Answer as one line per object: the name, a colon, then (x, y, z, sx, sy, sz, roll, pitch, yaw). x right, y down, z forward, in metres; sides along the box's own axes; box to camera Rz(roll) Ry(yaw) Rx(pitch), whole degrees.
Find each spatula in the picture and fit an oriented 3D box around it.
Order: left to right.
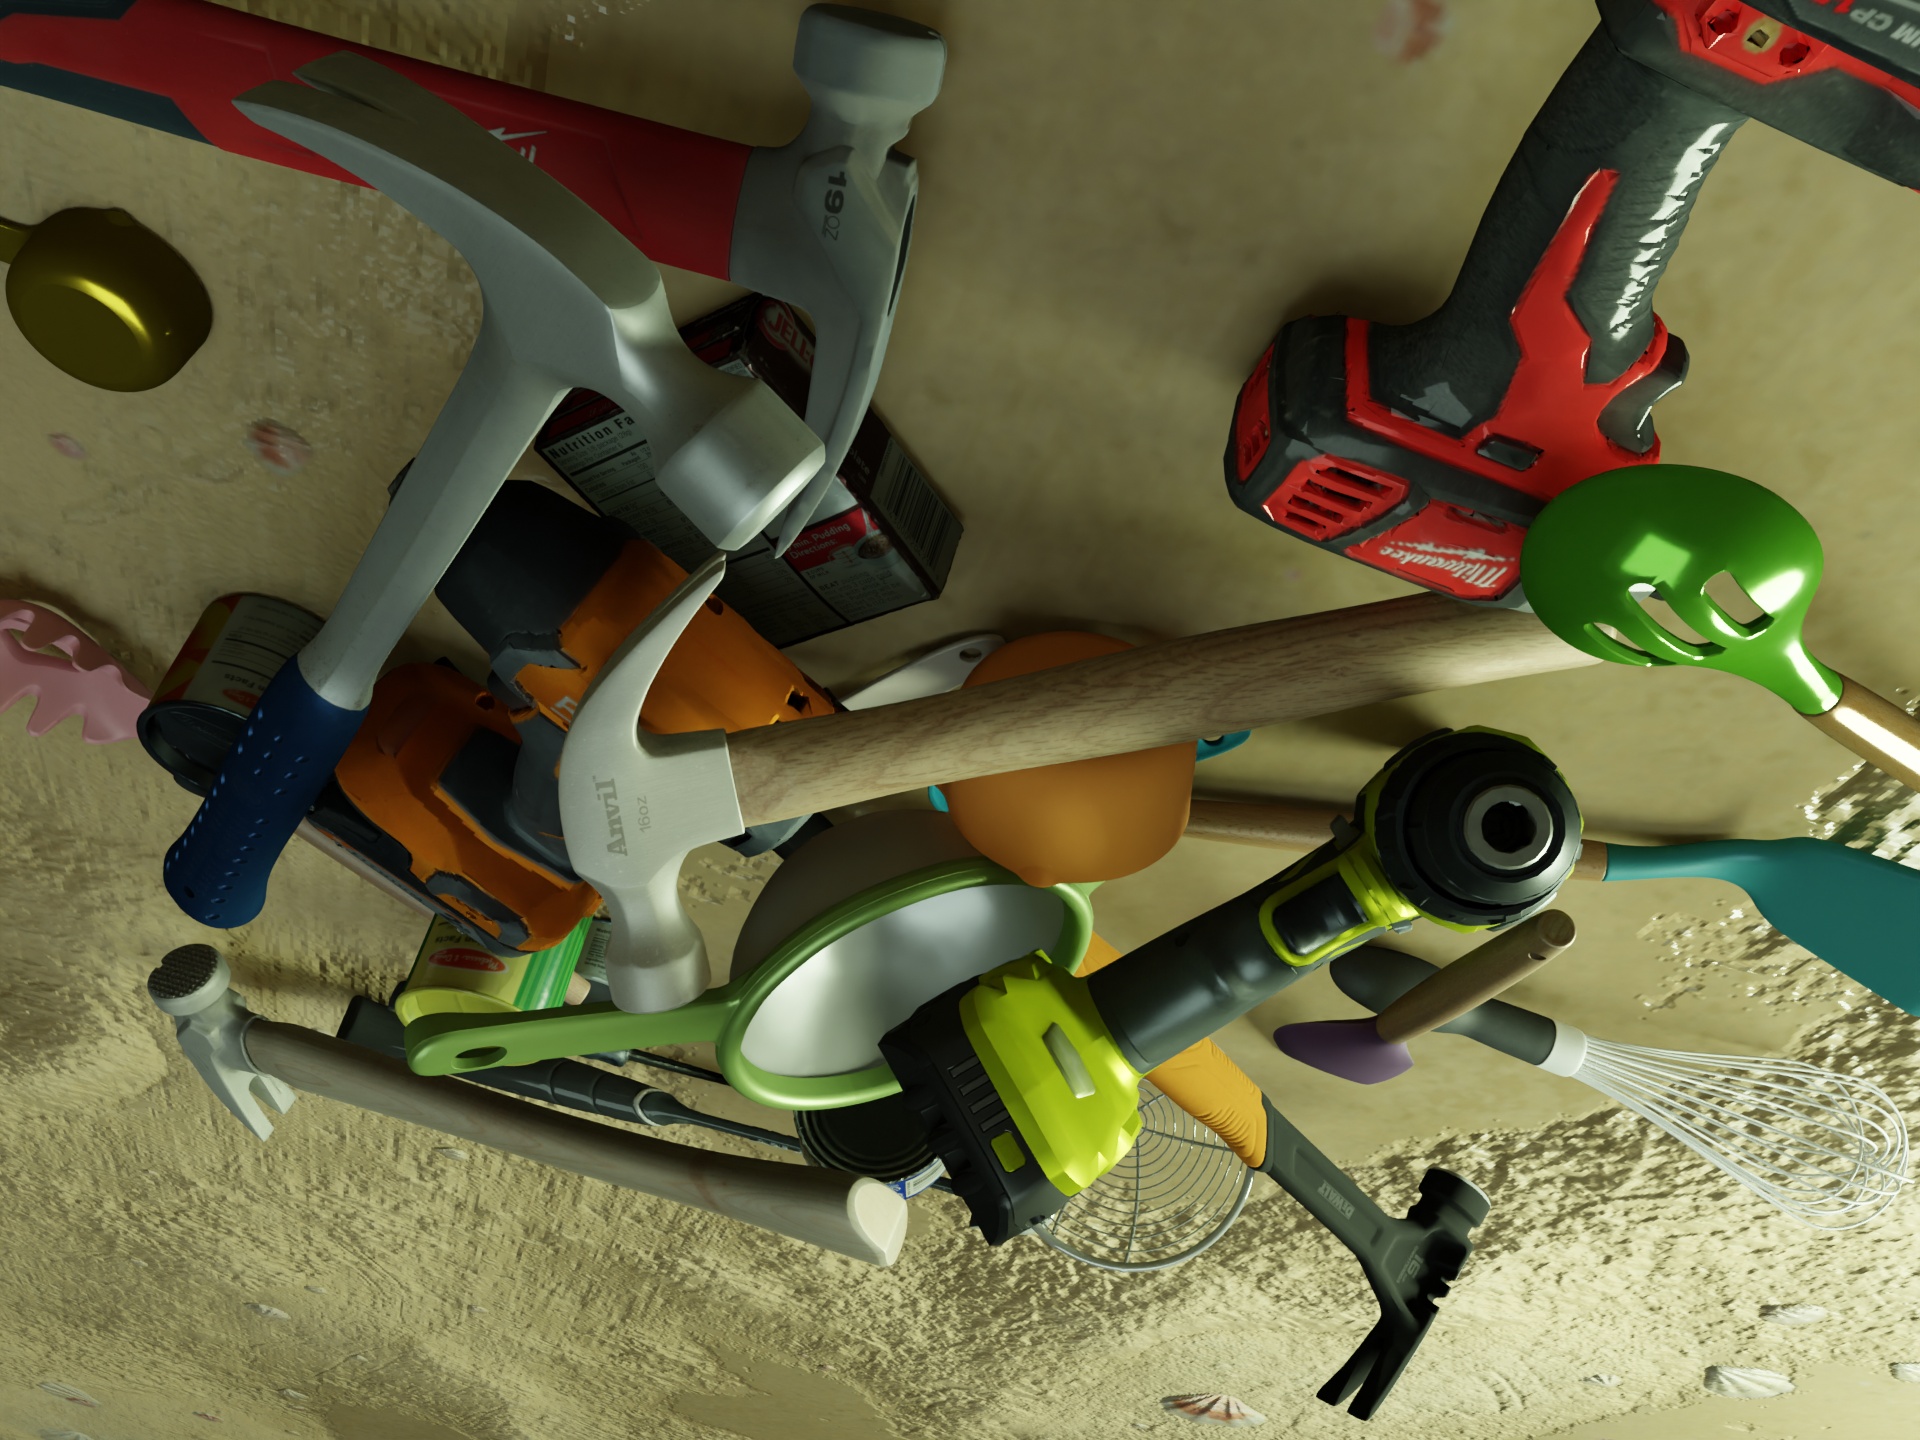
spatula: (0.180, 0.118, 0.642, 0.060, 0.018, 0.315, 20, 161, 5)
spatula: (0.221, 0.060, 0.612, 0.317, 0.044, 0.082, 6, 145, 8)

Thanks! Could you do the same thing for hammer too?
hammer: (-0.205, -0.158, 0.424, 0.386, 0.038, 0.143, 15, 118, 0)
hammer: (-0.192, -0.023, 0.485, 0.144, 0.035, 0.405, 45, 138, -8)
hammer: (-0.223, 0.216, 0.823, 0.411, 0.038, 0.146, 11, 137, 16)
hammer: (-0.150, 0.219, 0.886, 0.409, 0.036, 0.149, 15, 160, 2)
hammer: (0.043, -0.007, 0.488, 0.331, 0.031, 0.130, -12, 108, -7)
hammer: (0.115, 0.179, 0.722, 0.336, 0.127, 0.034, 45, 159, -21)

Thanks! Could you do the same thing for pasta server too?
pasta server: (-0.296, 0.045, 0.699, 0.316, 0.040, 0.060, 39, 126, -22)

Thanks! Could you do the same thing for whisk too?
whisk: (0.294, 0.157, 0.707, 0.284, 0.070, 0.070, 21, 140, -5)

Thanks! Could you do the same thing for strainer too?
strainer: (-0.075, 0.083, 0.583, 0.256, 0.069, 0.151, -2, 138, -31)

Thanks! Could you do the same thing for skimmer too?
skimmer: (0.000, 0.121, 0.703, 0.127, 0.090, 0.363, -42, 121, 5)

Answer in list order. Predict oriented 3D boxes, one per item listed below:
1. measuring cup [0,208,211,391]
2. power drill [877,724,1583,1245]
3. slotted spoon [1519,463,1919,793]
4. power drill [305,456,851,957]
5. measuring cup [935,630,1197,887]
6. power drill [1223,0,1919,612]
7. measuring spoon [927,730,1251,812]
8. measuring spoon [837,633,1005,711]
measuring cup: (-0.319, -0.147, 0.497, 0.156, 0.029, 0.062, 19, 141, -12)
power drill: (0.093, 0.076, 0.516, 0.228, 0.080, 0.190, -32, 171, 8)
slotted spoon: (0.273, -0.002, 0.481, 0.313, 0.031, 0.070, 20, 147, -36)
power drill: (-0.156, 0.000, 0.569, 0.164, 0.084, 0.226, 40, 143, -17)
measuring cup: (-0.001, -0.002, 0.563, 0.173, 0.095, 0.052, 14, 132, 10)
power drill: (0.175, -0.108, 0.396, 0.143, 0.079, 0.219, 19, 143, -10)
measuring spoon: (0.049, 0.012, 0.621, 0.128, 0.021, 0.042, -13, 137, 14)
measuring spoon: (-0.035, -0.011, 0.613, 0.124, 0.018, 0.034, -24, 136, 26)
